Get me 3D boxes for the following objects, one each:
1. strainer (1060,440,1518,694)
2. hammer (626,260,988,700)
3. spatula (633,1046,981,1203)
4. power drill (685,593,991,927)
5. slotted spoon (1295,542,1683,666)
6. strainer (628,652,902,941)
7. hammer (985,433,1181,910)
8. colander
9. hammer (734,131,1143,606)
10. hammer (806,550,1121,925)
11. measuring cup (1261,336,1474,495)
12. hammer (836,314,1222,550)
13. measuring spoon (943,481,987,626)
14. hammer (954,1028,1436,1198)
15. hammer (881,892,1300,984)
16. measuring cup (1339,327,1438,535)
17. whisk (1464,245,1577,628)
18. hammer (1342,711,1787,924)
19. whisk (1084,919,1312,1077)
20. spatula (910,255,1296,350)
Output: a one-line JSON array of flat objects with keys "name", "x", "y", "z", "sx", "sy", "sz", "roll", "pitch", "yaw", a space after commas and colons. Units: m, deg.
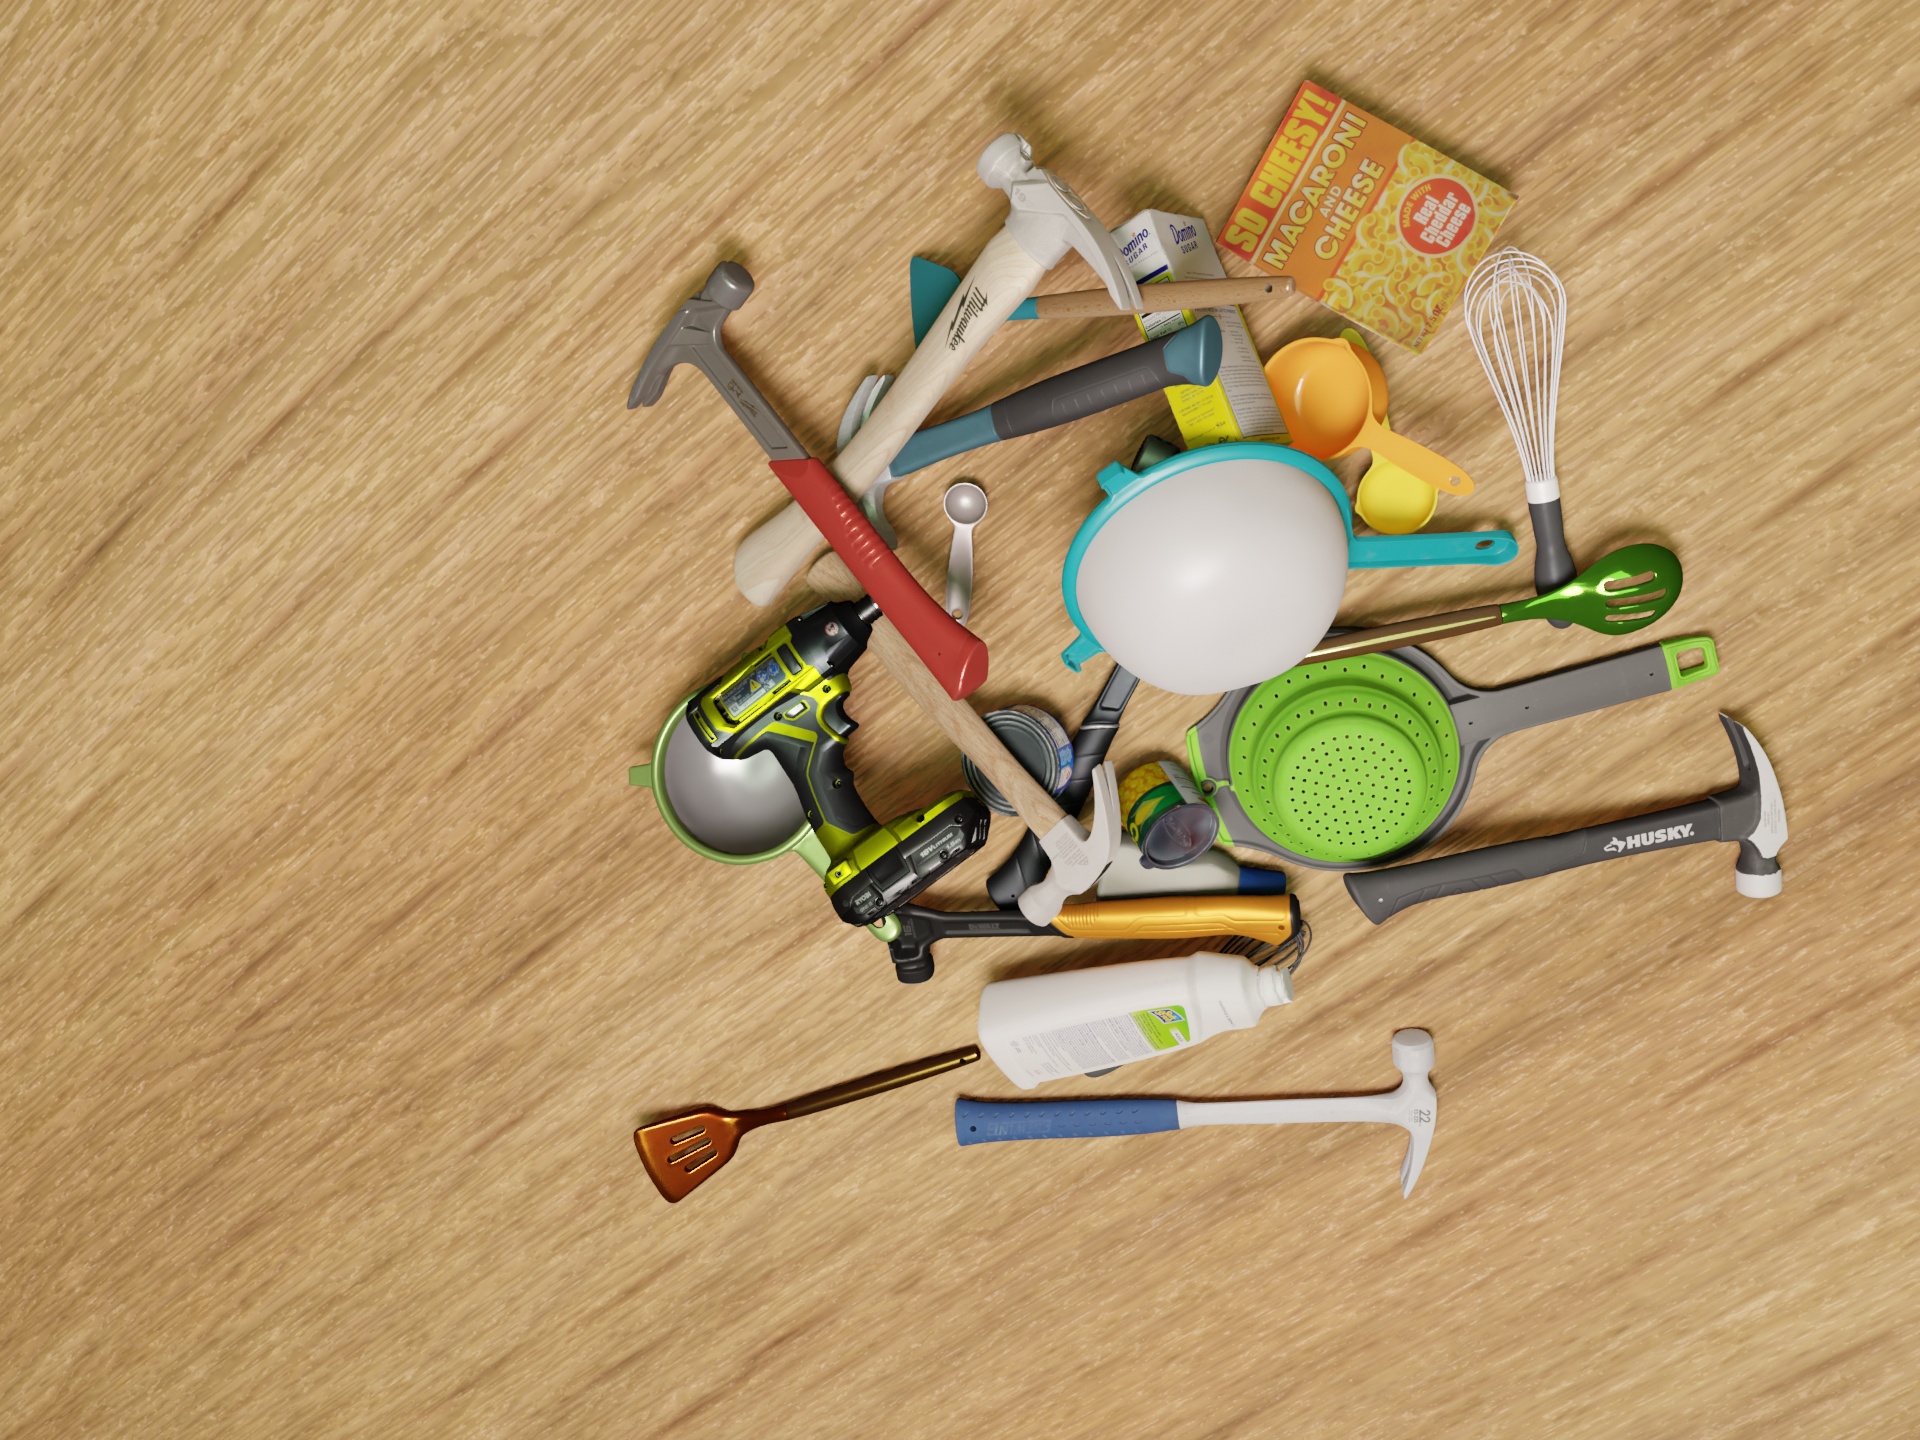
[{"name": "strainer", "x": 0.245, "y": -0.088, "z": 1.113, "sx": 0.340, "sy": 0.095, "sz": 0.210, "roll": -4, "pitch": 140, "yaw": -10}, {"name": "hammer", "x": -0.106, "y": -0.157, "z": 1.169, "sx": 0.359, "sy": 0.036, "sz": 0.149, "roll": 52, "pitch": 126, "yaw": 10}, {"name": "spatula", "x": -0.132, "y": 0.345, "z": 1.409, "sx": 0.322, "sy": 0.041, "sz": 0.081, "roll": -20, "pitch": 103, "yaw": 14}, {"name": "power drill", "x": -0.083, "y": 0.028, "z": 1.208, "sx": 0.171, "sy": 0.080, "sz": 0.223, "roll": -37, "pitch": 80, "yaw": 9}, {"name": "slotted spoon", "x": 0.369, "y": -0.070, "z": 1.165, "sx": 0.314, "sy": 0.031, "sz": 0.070, "roll": -11, "pitch": 118, "yaw": 11}, {"name": "strainer", "x": -0.134, "y": 0.078, "z": 1.290, "sx": 0.151, "sy": 0.069, "sz": 0.256, "roll": -45, "pitch": 84, "yaw": 7}, {"name": "hammer", "x": 0.124, "y": -0.011, "z": 1.256, "sx": 0.149, "sy": 0.036, "sz": 0.408, "roll": 25, "pitch": 110, "yaw": -1}, {"name": "colander", "x": 0.369, "y": 0.015, "z": 1.193, "sx": 0.397, "sy": 0.094, "sz": 0.204, "roll": -16, "pitch": 105, "yaw": 14}, {"name": "hammer", "x": -0.040, "y": -0.214, "z": 1.150, "sx": 0.146, "sy": 0.038, "sz": 0.410, "roll": 53, "pitch": 126, "yaw": 11}, {"name": "hammer", "x": -0.002, "y": -0.004, "z": 1.229, "sx": 0.331, "sy": 0.031, "sz": 0.130, "roll": 49, "pitch": 118, "yaw": 10}, {"name": "measuring cup", "x": 0.293, "y": -0.207, "z": 1.126, "sx": 0.174, "sy": 0.052, "sz": 0.095, "roll": 36, "pitch": 119, "yaw": 21}, {"name": "hammer", "x": 0.039, "y": -0.216, "z": 1.135, "sx": 0.331, "sy": 0.033, "sz": 0.128, "roll": -12, "pitch": 94, "yaw": 37}, {"name": "measuring spoon", "x": 0.002, "y": -0.129, "z": 1.249, "sx": 0.034, "sy": 0.018, "sz": 0.124, "roll": 8, "pitch": 116, "yaw": 6}, {"name": "hammer", "x": 0.198, "y": 0.342, "z": 1.359, "sx": 0.405, "sy": 0.035, "sz": 0.144, "roll": -5, "pitch": 107, "yaw": 10}, {"name": "hammer", "x": 0.100, "y": 0.153, "z": 1.274, "sx": 0.337, "sy": 0.034, "sz": 0.127, "roll": -3, "pitch": 121, "yaw": 13}, {"name": "measuring cup", "x": 0.307, "y": -0.212, "z": 1.171, "sx": 0.062, "sy": 0.029, "sz": 0.156, "roll": -17, "pitch": 93, "yaw": 16}, {"name": "whisk", "x": 0.414, "y": -0.198, "z": 1.142, "sx": 0.070, "sy": 0.070, "sz": 0.284, "roll": -12, "pitch": 111, "yaw": 12}, {"name": "hammer", "x": 0.455, "y": 0.094, "z": 1.201, "sx": 0.335, "sy": 0.035, "sz": 0.146, "roll": -12, "pitch": 108, "yaw": -1}, {"name": "whisk", "x": 0.192, "y": 0.234, "z": 1.319, "sx": 0.239, "sy": 0.055, "sz": 0.055, "roll": -39, "pitch": 99, "yaw": 23}, {"name": "spatula", "x": 0.083, "y": -0.289, "z": 1.095, "sx": 0.318, "sy": 0.044, "sz": 0.082, "roll": 6, "pitch": 107, "yaw": 33}]
